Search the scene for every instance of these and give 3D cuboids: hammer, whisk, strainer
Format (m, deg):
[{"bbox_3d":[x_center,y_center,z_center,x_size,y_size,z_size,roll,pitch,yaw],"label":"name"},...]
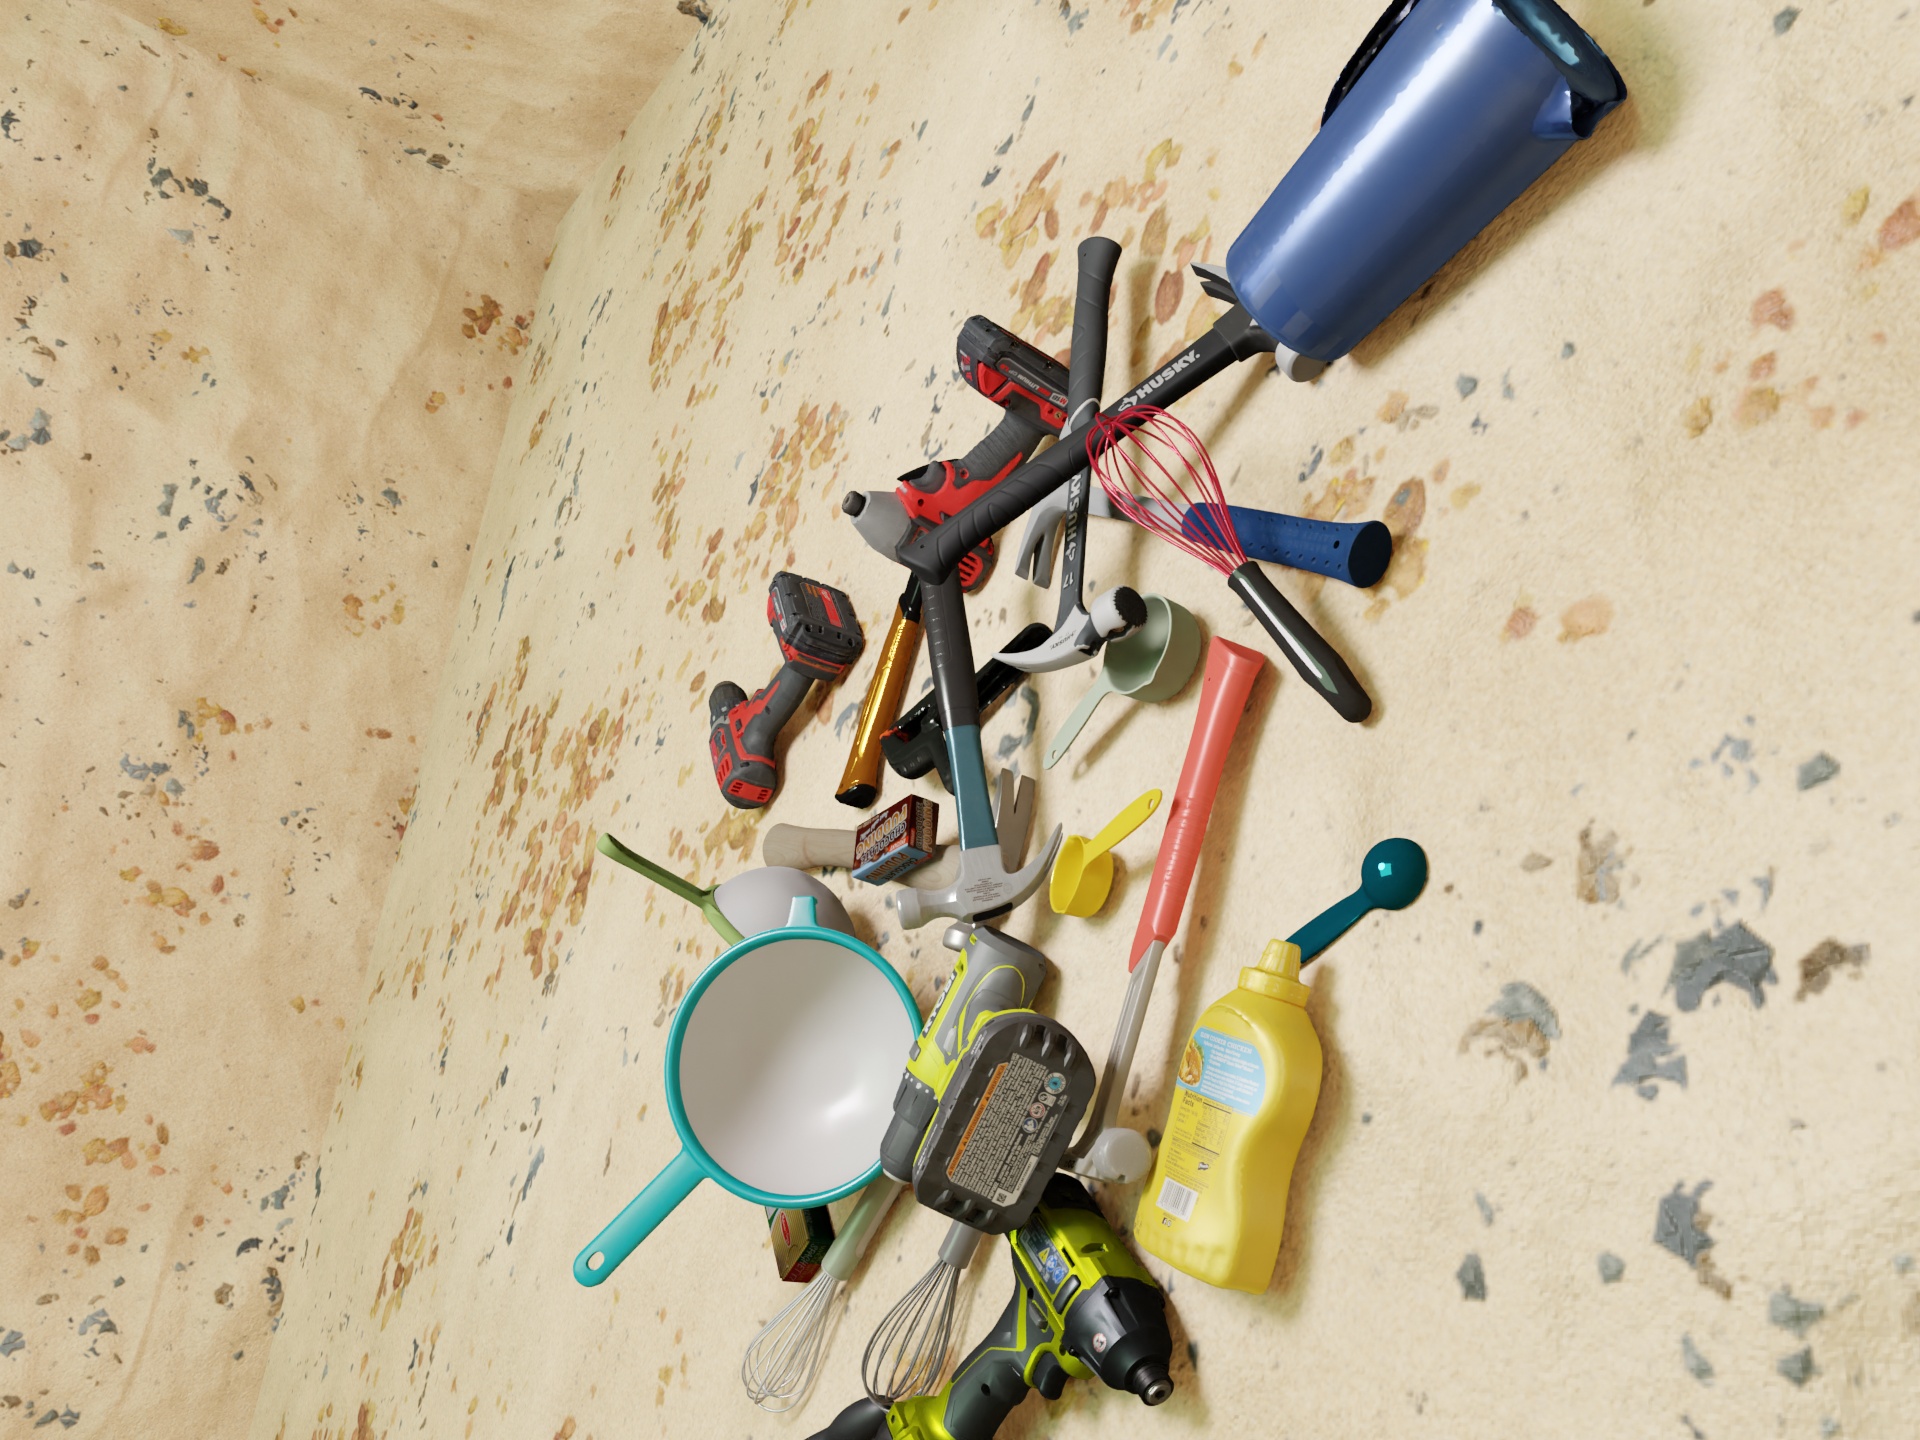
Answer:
[{"bbox_3d":[-0.002,-0.004,1.219,0.033,0.128,0.331,83,179,-63],"label":"hammer"},{"bbox_3d":[0.172,-0.108,1.030,0.073,0.073,0.296,-52,55,28],"label":"whisk"},{"bbox_3d":[-0.059,-0.082,1.486,0.127,0.034,0.337,3,75,59],"label":"hammer"},{"bbox_3d":[-0.100,0.432,1.231,0.059,0.057,0.246,35,101,25],"label":"whisk"},{"bbox_3d":[-0.072,0.108,1.387,0.411,0.038,0.146,1,71,59],"label":"hammer"},{"bbox_3d":[0.130,0.117,1.029,0.149,0.036,0.359,140,148,-74],"label":"hammer"},{"bbox_3d":[-0.182,0.141,1.338,0.069,0.256,0.152,-53,27,6],"label":"strainer"},{"bbox_3d":[-0.163,0.316,1.249,0.340,0.095,0.211,-45,71,1],"label":"strainer"},{"bbox_3d":[0.094,-0.209,1.169,0.335,0.035,0.146,-35,47,9],"label":"hammer"},{"bbox_3d":[-0.006,0.373,1.109,0.055,0.055,0.239,26,91,60],"label":"whisk"},{"bbox_3d":[0.161,-0.141,1.159,0.406,0.035,0.144,27,95,60],"label":"hammer"},{"bbox_3d":[0.094,-0.220,1.248,0.149,0.036,0.409,-29,46,48],"label":"hammer"},{"bbox_3d":[-0.139,0.566,1.197,0.284,0.070,0.070,-43,39,30],"label":"whisk"}]

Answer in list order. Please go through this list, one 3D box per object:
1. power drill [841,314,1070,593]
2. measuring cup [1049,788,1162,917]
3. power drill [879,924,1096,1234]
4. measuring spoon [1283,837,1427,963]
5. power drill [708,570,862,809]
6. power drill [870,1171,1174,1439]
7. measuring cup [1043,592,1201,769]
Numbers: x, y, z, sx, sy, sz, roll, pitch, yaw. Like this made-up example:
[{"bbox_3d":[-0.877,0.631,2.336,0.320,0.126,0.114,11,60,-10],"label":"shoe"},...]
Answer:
[{"bbox_3d":[0.001,-0.227,1.371,0.219,0.143,0.079,-57,29,16],"label":"power drill"},{"bbox_3d":[0.107,0.088,1.084,0.156,0.029,0.062,131,152,-51],"label":"measuring cup"},{"bbox_3d":[0.007,0.251,1.068,0.190,0.080,0.228,-63,9,0],"label":"power drill"},{"bbox_3d":[0.216,0.111,0.923,0.128,0.021,0.042,-46,37,33],"label":"measuring spoon"},{"bbox_3d":[-0.198,-0.042,1.654,0.226,0.080,0.188,-58,31,24],"label":"power drill"},{"bbox_3d":[0.039,0.415,0.975,0.223,0.080,0.171,-60,30,10],"label":"power drill"},{"bbox_3d":[0.117,-0.019,1.157,0.167,0.038,0.083,-54,32,32],"label":"measuring cup"}]
